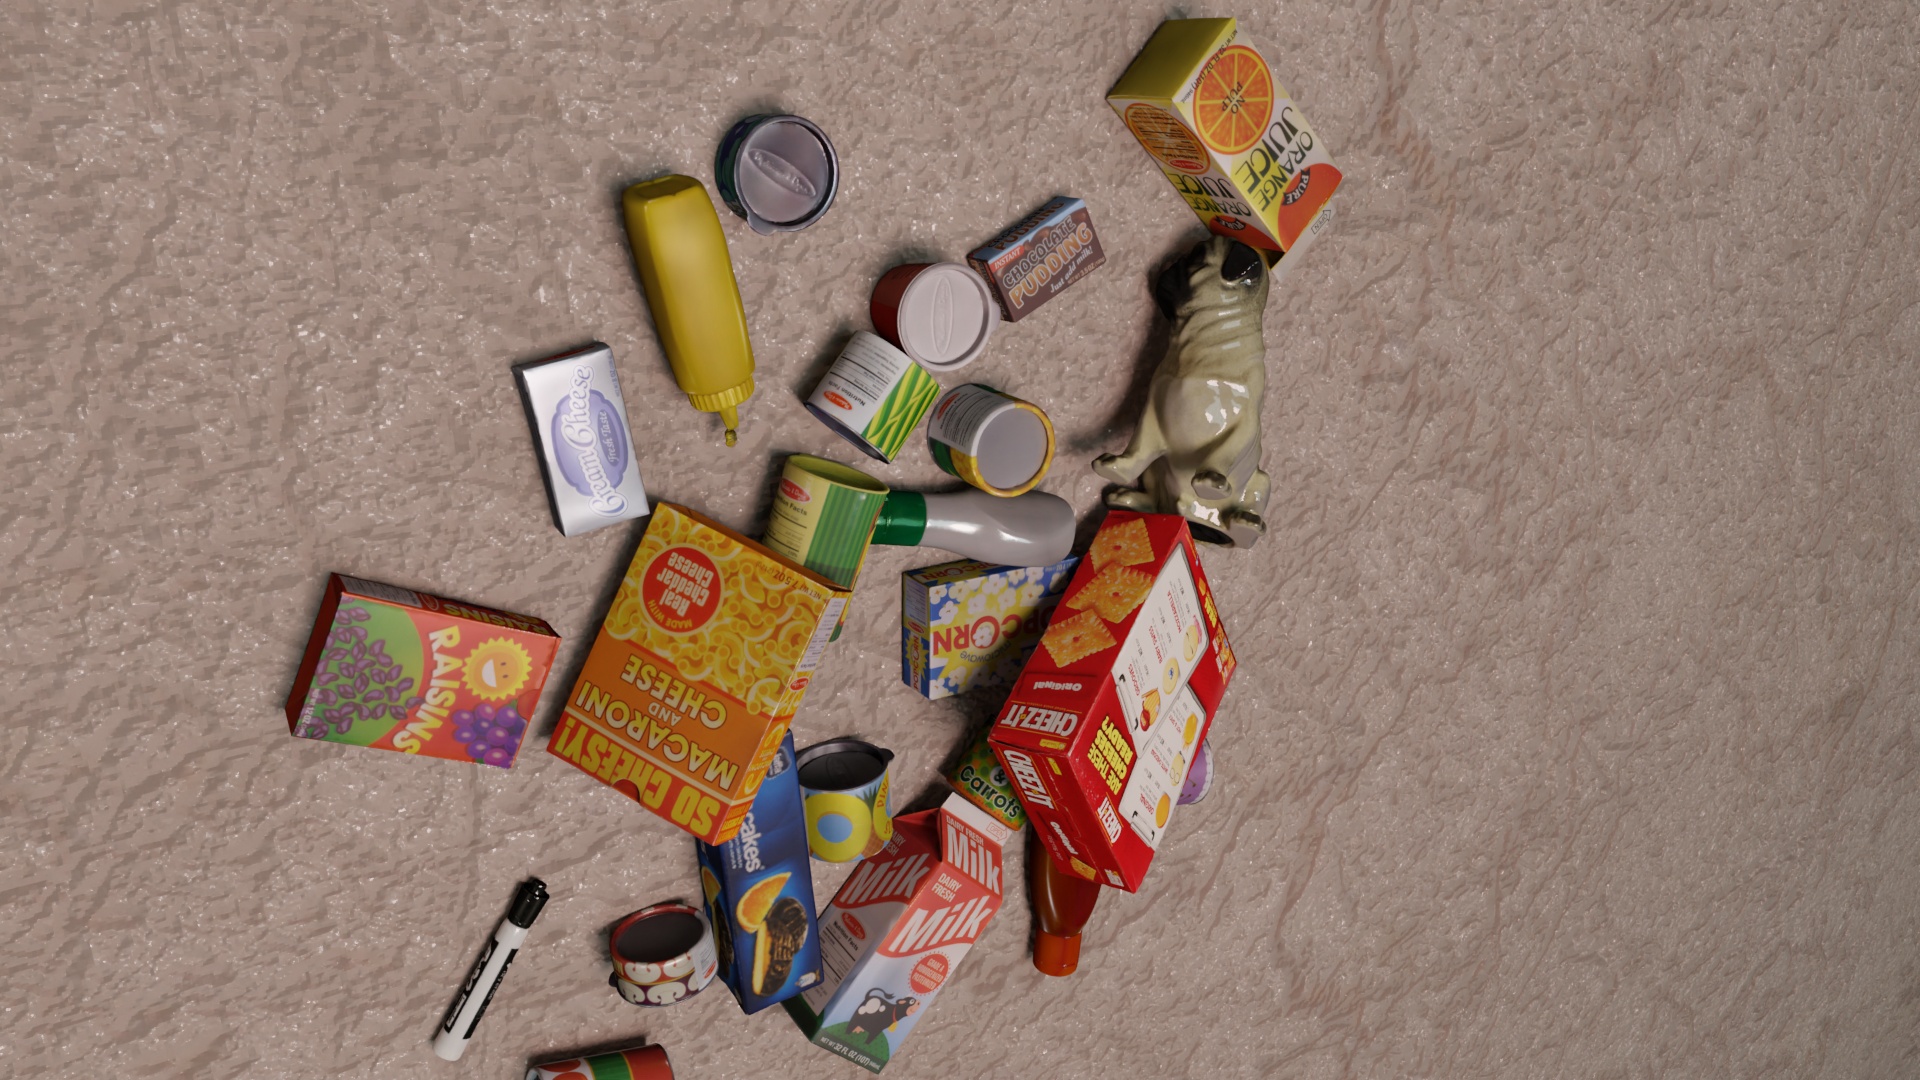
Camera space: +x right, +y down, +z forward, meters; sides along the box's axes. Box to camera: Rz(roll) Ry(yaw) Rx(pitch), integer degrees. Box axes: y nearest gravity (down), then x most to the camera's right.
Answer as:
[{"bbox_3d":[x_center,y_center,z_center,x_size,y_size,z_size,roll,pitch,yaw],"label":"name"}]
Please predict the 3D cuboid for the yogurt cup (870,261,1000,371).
[{"bbox_3d":[-0.021,-0.144,0.875,0.072,0.054,0.072,-11,111,-29],"label":"yogurt cup"}]

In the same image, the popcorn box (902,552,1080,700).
[{"bbox_3d":[0.023,0.056,0.979,0.127,0.038,0.085,-10,111,-29],"label":"popcorn box"}]

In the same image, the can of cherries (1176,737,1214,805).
[{"bbox_3d":[0.155,0.173,1.085,0.058,0.071,0.071,0,106,-31],"label":"can of cherries"}]

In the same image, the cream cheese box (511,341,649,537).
[{"bbox_3d":[-0.217,-0.057,0.799,0.053,0.024,0.103,-19,115,-24],"label":"cream cheese box"}]

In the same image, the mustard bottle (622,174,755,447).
[{"bbox_3d":[-0.149,-0.127,0.798,0.049,0.065,0.159,-23,123,-18],"label":"mustard bottle"}]

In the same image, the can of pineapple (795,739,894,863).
[{"bbox_3d":[-0.078,0.176,0.938,0.071,0.071,0.057,-15,114,-27],"label":"can of pineapple"}]

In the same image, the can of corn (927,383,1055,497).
[{"bbox_3d":[0.022,-0.066,0.926,0.071,0.058,0.071,-11,112,-28],"label":"can of corn"}]

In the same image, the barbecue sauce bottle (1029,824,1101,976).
[{"bbox_3d":[0.082,0.267,1.085,0.065,0.044,0.148,-5,109,-31],"label":"barbecue sauce bottle"}]

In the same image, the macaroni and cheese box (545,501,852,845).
[{"bbox_3d":[-0.157,0.078,0.827,0.166,0.124,0.040,-65,166,2],"label":"macaroni and cheese box"}]

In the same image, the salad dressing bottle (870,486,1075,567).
[{"bbox_3d":[0.003,-0.012,0.934,0.148,0.064,0.043,4,126,-25],"label":"salad dressing bottle"}]

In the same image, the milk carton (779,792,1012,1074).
[{"bbox_3d":[-0.040,0.271,0.991,0.072,0.073,0.191,41,83,-35],"label":"milk carton"}]

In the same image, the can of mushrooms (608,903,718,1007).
[{"bbox_3d":[-0.194,0.268,0.899,0.071,0.071,0.033,-16,114,-27],"label":"can of mushrooms"}]

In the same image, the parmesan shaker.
[{"bbox_3d":[-0.093,0.005,0.873,0.071,0.071,0.103,11,104,-34],"label":"parmesan shaker"}]

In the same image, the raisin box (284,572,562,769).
[{"bbox_3d":[-0.301,0.075,0.782,0.123,0.040,0.086,18,95,-36],"label":"raisin box"}]

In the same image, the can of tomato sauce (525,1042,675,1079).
[{"bbox_3d":[-0.234,0.371,0.904,0.083,0.071,0.071,1,105,-32],"label":"can of tomato sauce"}]

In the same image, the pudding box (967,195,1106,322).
[{"bbox_3d":[0.051,-0.187,0.920,0.084,0.030,0.049,-36,121,-17],"label":"pudding box"}]

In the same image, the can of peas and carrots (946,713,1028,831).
[{"bbox_3d":[0.032,0.168,1.003,0.071,0.071,0.059,39,85,-35],"label":"can of peas and carrots"}]

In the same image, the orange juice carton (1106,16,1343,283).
[{"bbox_3d":[0.194,-0.264,0.958,0.192,0.073,0.072,40,83,-35],"label":"orange juice carton"}]

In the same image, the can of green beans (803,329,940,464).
[{"bbox_3d":[-0.055,-0.089,0.865,0.071,0.071,0.058,38,84,-35],"label":"can of green beans"}]

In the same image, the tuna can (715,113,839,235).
[{"bbox_3d":[-0.108,-0.212,0.810,0.071,0.033,0.070,-11,111,-29],"label":"tuna can"}]
